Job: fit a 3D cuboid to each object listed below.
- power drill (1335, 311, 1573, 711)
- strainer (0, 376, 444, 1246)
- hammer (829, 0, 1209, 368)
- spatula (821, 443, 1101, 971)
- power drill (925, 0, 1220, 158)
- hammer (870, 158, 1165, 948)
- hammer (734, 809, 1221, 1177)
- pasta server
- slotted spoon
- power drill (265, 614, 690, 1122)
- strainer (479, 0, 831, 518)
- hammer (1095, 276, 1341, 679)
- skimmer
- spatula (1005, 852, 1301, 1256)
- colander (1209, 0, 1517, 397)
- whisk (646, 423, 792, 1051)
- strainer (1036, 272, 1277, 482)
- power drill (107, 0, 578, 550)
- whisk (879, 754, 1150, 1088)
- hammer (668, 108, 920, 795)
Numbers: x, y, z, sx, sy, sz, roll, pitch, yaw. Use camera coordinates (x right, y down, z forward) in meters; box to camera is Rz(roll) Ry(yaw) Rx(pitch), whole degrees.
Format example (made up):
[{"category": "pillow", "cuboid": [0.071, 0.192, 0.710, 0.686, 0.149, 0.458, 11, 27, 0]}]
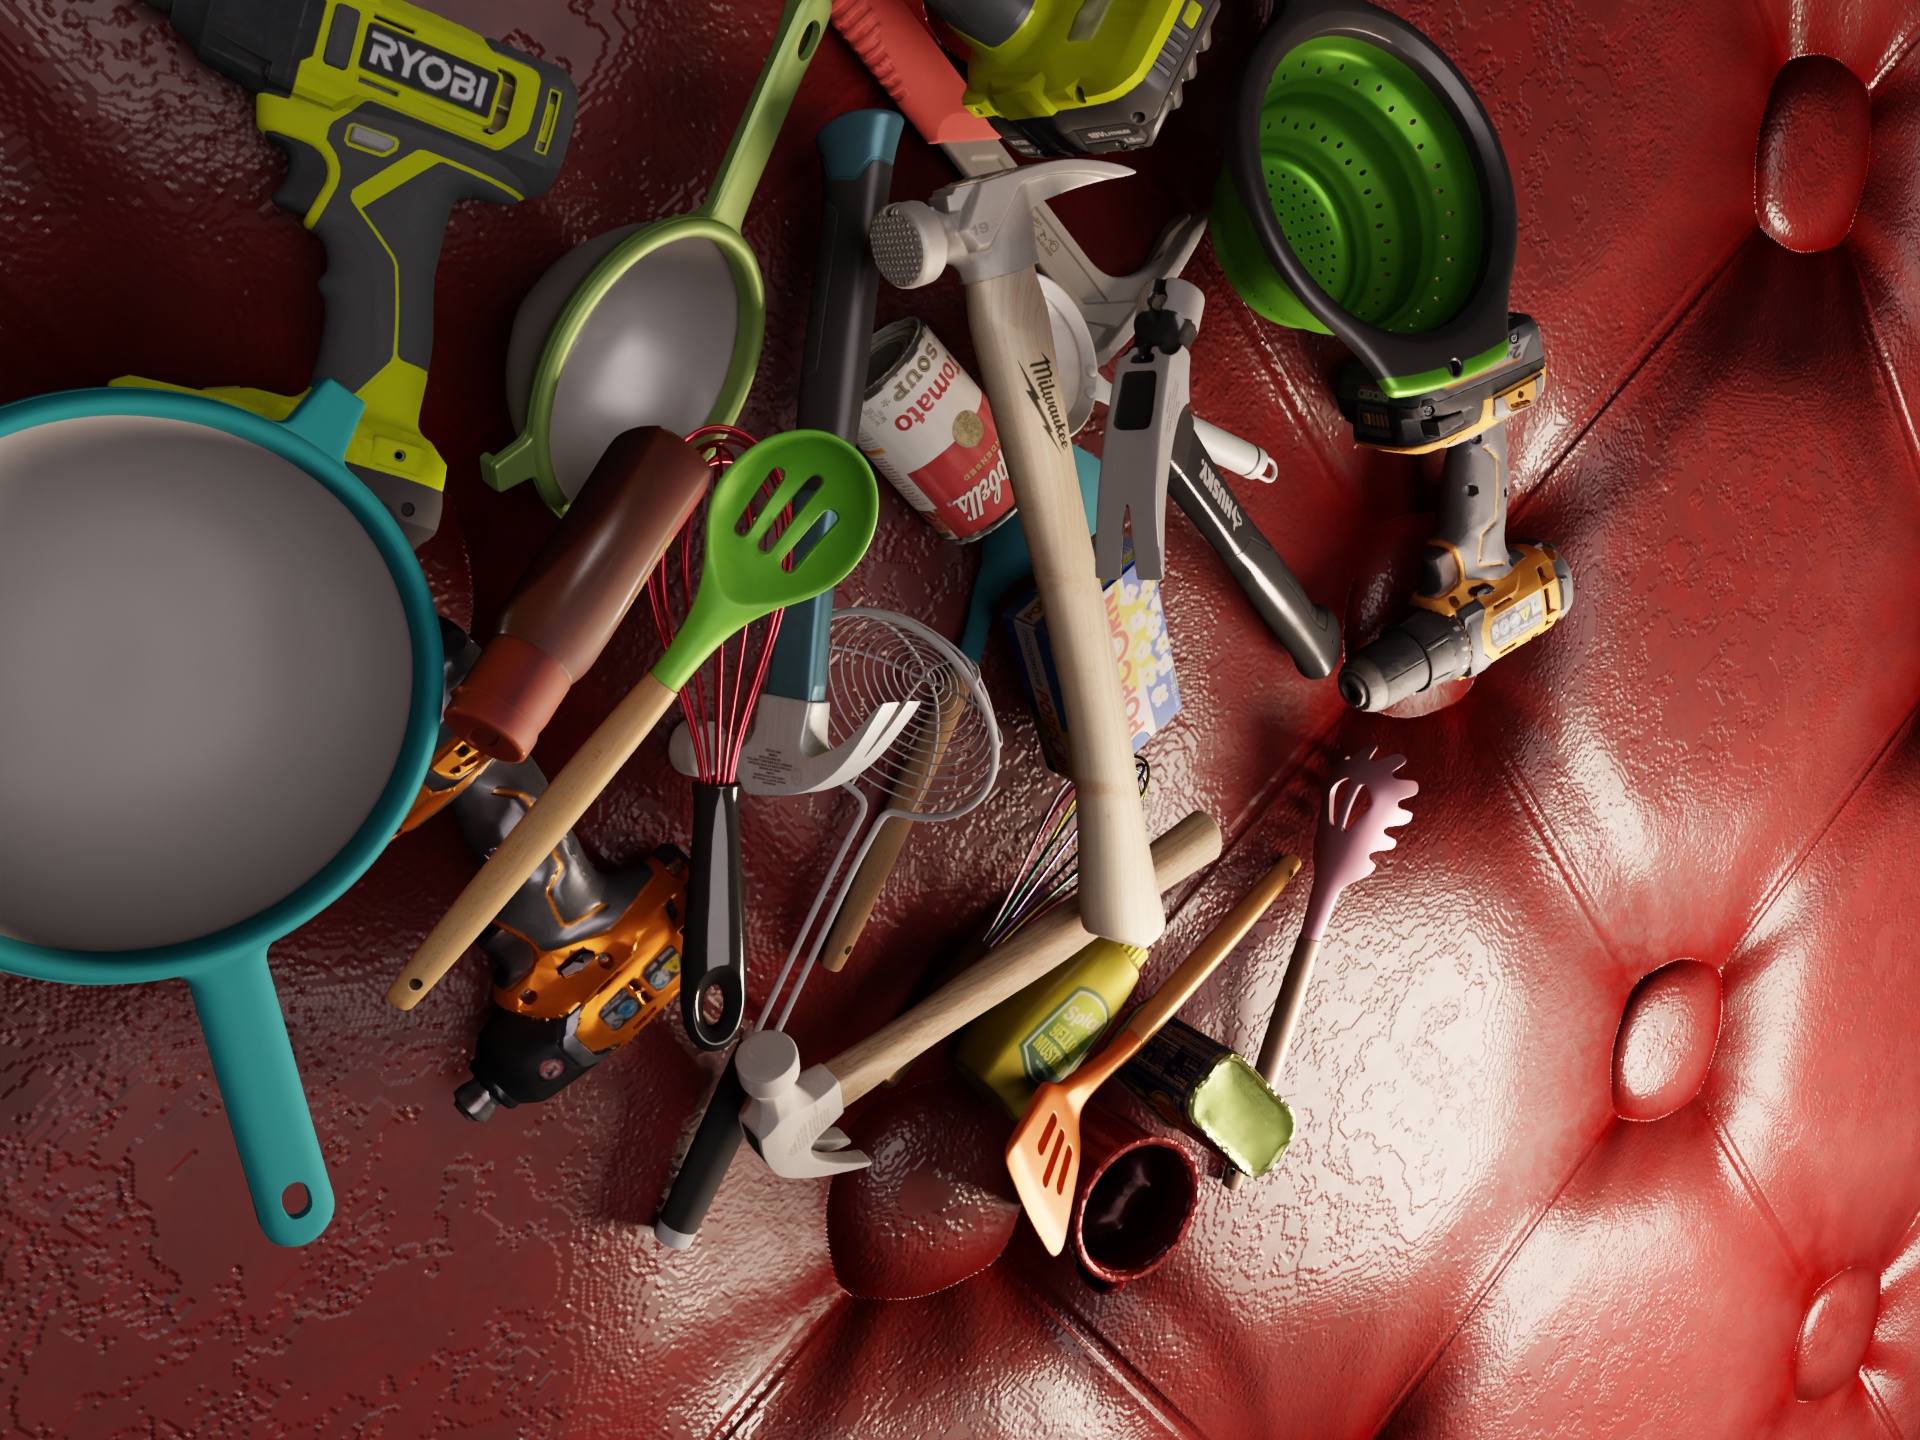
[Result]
[{"category": "power drill", "cuboid": [0.304, -0.127, 1.022, 0.185, 0.084, 0.226, -29, 119, -21]}, {"category": "strainer", "cuboid": [-0.303, 0.042, 0.609, 0.211, 0.095, 0.340, -21, 115, -35]}, {"category": "hammer", "cuboid": [-0.014, -0.331, 0.806, 0.358, 0.037, 0.149, 44, 77, -31]}, {"category": "spatula", "cuboid": [-0.001, -0.003, 0.883, 0.082, 0.044, 0.317, 25, 89, -54]}, {"category": "power drill", "cuboid": [0.005, -0.344, 0.684, 0.228, 0.191, 0.080, 28, 86, -38]}, {"category": "hammer", "cuboid": [0.062, -0.070, 0.814, 0.146, 0.038, 0.410, -29, 117, -34]}, {"category": "hammer", "cuboid": [0.022, 0.143, 0.886, 0.331, 0.031, 0.130, -30, 140, -27]}, {"category": "pasta server", "cuboid": [0.229, 0.169, 1.061, 0.040, 0.060, 0.316, 2, 107, -50]}, {"category": "slotted spoon", "cuboid": [-0.148, 0.002, 0.695, 0.070, 0.031, 0.314, 39, 90, -18]}, {"category": "power drill", "cuboid": [-0.224, 0.080, 0.749, 0.164, 0.084, 0.226, -45, 123, -14]}, {"category": "strainer", "cuboid": [-0.137, -0.213, 0.711, 0.256, 0.069, 0.151, -64, 161, 9]}, {"category": "hammer", "cuboid": [0.155, -0.092, 0.885, 0.334, 0.035, 0.146, 36, 63, -56]}, {"category": "skimmer", "cuboid": [-0.090, 0.117, 0.829, 0.363, 0.127, 0.090, -65, 165, 3]}, {"category": "spatula", "cuboid": [0.125, 0.179, 0.961, 0.322, 0.041, 0.081, -40, 118, -34]}, {"category": "colander", "cuboid": [0.182, -0.365, 0.897, 0.204, 0.094, 0.397, -22, 94, -30]}, {"category": "whisk", "cuboid": [-0.115, 0.010, 0.748, 0.073, 0.073, 0.296, -1, 96, -31]}, {"category": "strainer", "cuboid": [0.087, -0.171, 0.861, 0.258, 0.050, 0.087, 16, 74, -38]}, {"category": "power drill", "cuboid": [-0.271, -0.193, 0.662, 0.171, 0.080, 0.223, 15, 90, -28]}, {"category": "whisk", "cuboid": [0.030, 0.115, 0.933, 0.245, 0.047, 0.051, -49, 149, -6]}, {"category": "hammer", "cuboid": [-0.068, -0.125, 0.772, 0.033, 0.128, 0.331, -5, 104, -61]}]
